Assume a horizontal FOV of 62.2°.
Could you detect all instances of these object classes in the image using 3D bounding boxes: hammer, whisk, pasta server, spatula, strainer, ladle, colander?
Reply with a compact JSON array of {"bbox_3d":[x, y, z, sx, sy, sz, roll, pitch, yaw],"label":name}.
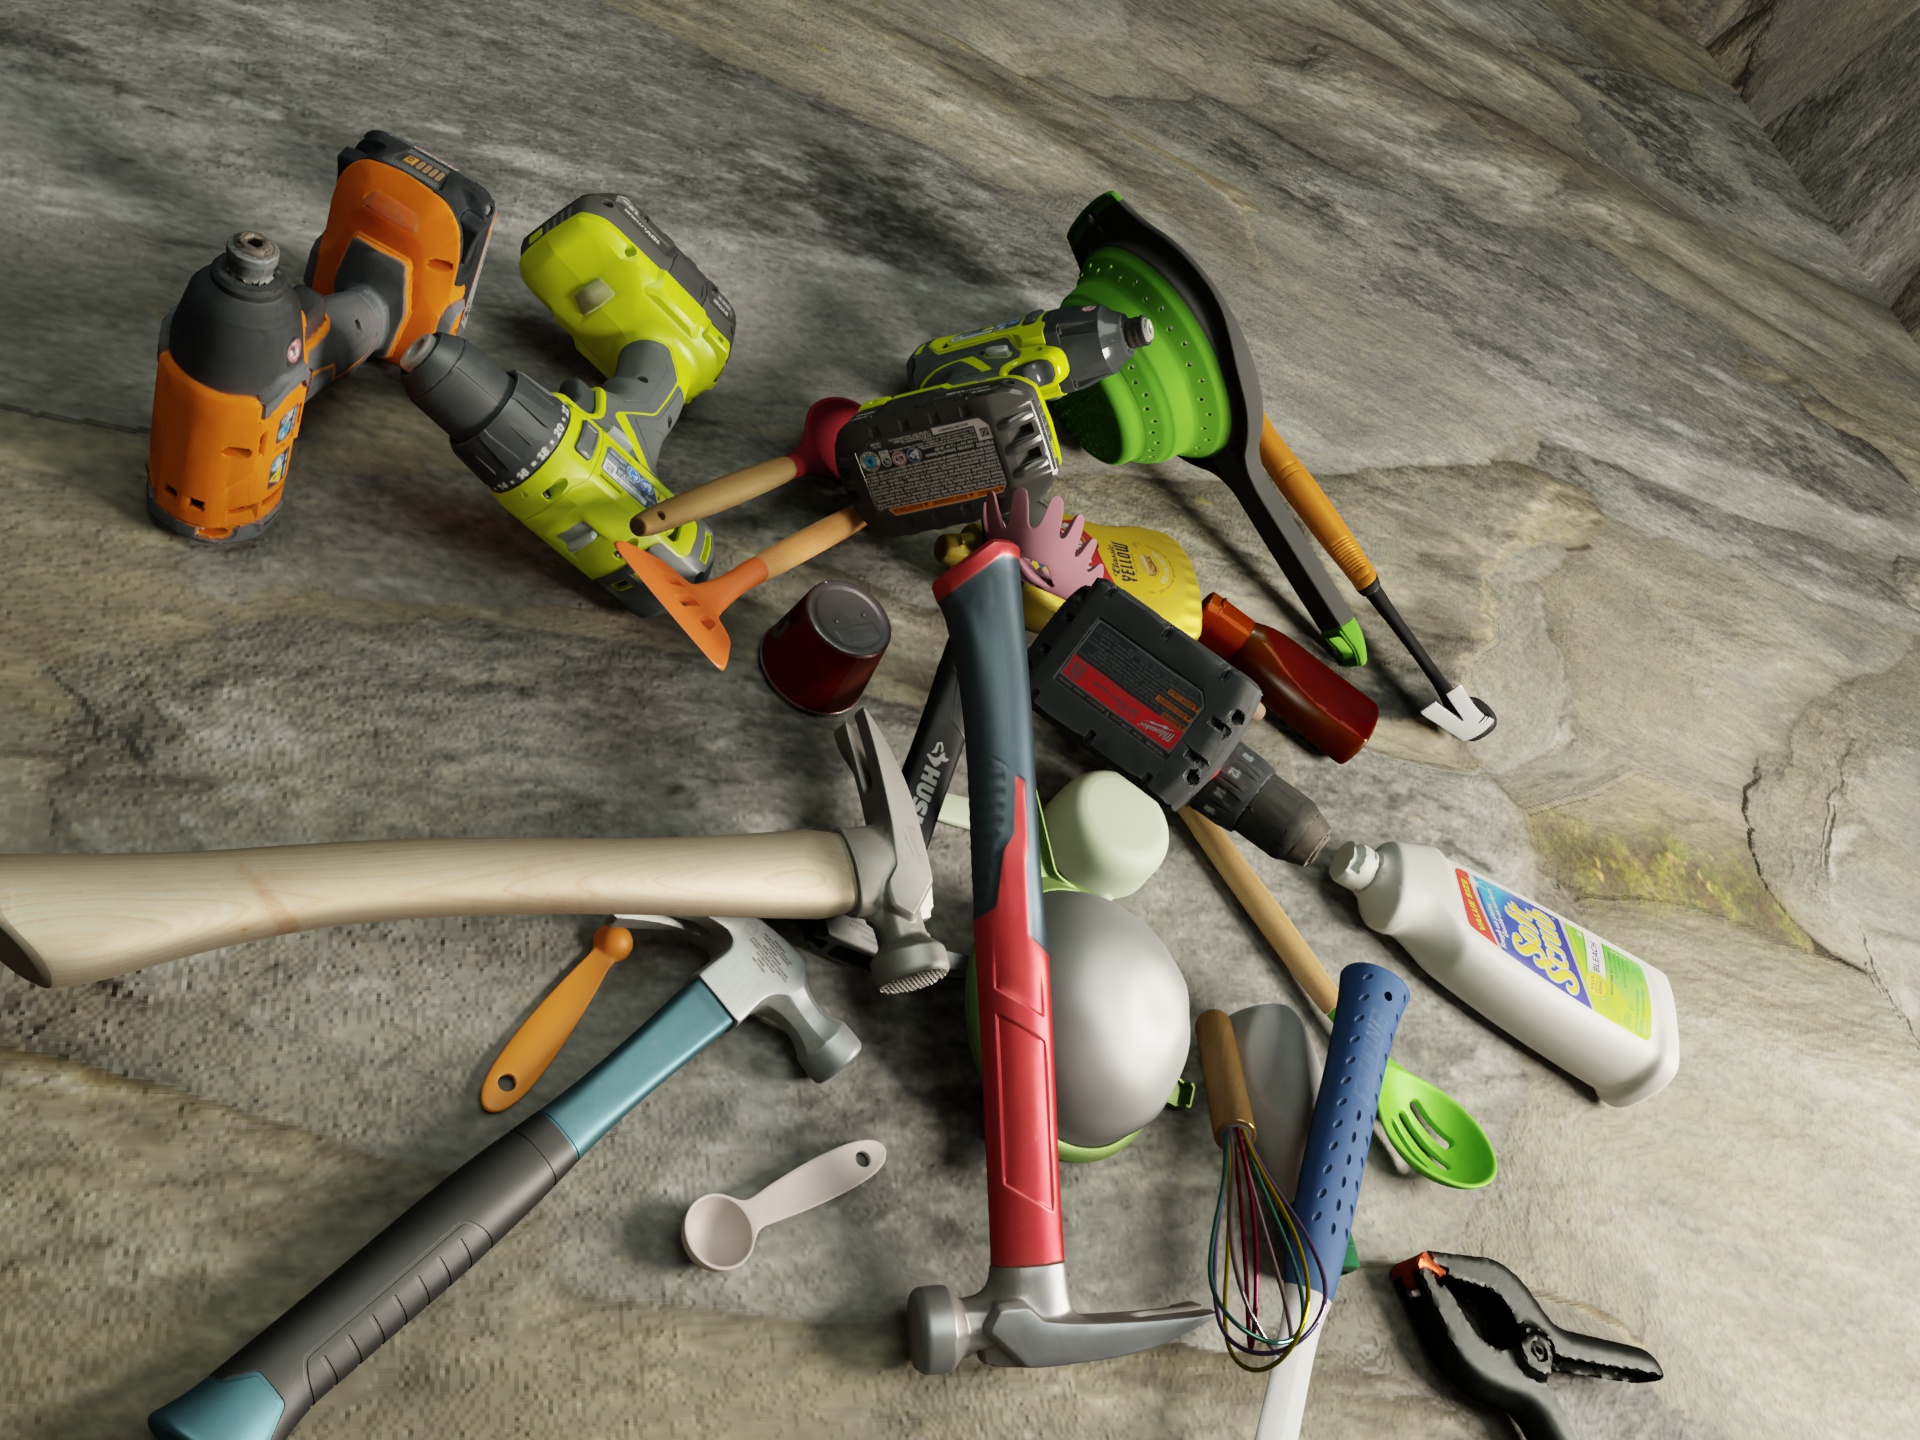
[{"bbox_3d":[-0.189,0.060,0.694,0.410,0.038,0.146,2,62,-38],"label":"hammer"},{"bbox_3d":[0.136,0.224,0.794,0.051,0.047,0.245,10,25,-3],"label":"whisk"},{"bbox_3d":[0.303,-0.129,1.252,0.127,0.034,0.337,17,39,-59],"label":"hammer"},{"bbox_3d":[0.116,-0.063,1.010,0.316,0.060,0.040,28,70,-47],"label":"pasta server"},{"bbox_3d":[-0.099,-0.096,0.905,0.081,0.041,0.323,50,28,-2],"label":"spatula"},{"bbox_3d":[-0.180,0.187,0.672,0.128,0.033,0.331,51,45,0],"label":"hammer"},{"bbox_3d":[0.065,0.101,0.838,0.151,0.069,0.256,-6,80,-46],"label":"strainer"},{"bbox_3d":[0.039,0.103,0.764,0.143,0.038,0.386,0,80,-15],"label":"hammer"},{"bbox_3d":[0.166,0.293,0.791,0.144,0.035,0.406,29,52,-5],"label":"hammer"},{"bbox_3d":[-0.112,-0.144,0.937,0.069,0.031,0.315,56,25,-5],"label":"ladle"},{"bbox_3d":[0.167,-0.189,1.180,0.094,0.204,0.397,-34,96,-12],"label":"colander"},{"bbox_3d":[-0.001,-0.003,0.915,0.146,0.035,0.335,30,55,-14],"label":"hammer"}]

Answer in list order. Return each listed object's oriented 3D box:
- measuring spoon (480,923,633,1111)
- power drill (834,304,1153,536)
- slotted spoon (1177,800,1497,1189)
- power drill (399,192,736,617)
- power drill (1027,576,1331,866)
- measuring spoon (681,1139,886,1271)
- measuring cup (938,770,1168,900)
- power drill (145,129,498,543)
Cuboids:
[{"bbox_3d":[-0.184,0.134,0.732,0.021,0.011,0.117,37,42,-5],"label":"measuring spoon"},{"bbox_3d":[0.024,-0.207,1.027,0.080,0.171,0.223,69,28,-25],"label":"power drill"},{"bbox_3d":[0.218,0.157,0.989,0.070,0.031,0.314,-18,67,-43],"label":"slotted spoon"},{"bbox_3d":[-0.210,-0.191,0.892,0.190,0.080,0.229,43,35,-36],"label":"power drill"},{"bbox_3d":[0.130,0.013,0.917,0.188,0.080,0.226,37,1,15],"label":"power drill"},{"bbox_3d":[-0.081,0.222,0.737,0.124,0.018,0.034,-12,64,-48],"label":"measuring spoon"},{"bbox_3d":[0.051,0.055,0.942,0.167,0.038,0.083,14,49,-25],"label":"measuring cup"},{"bbox_3d":[-0.321,-0.210,0.803,0.084,0.164,0.227,28,43,-7],"label":"power drill"}]
